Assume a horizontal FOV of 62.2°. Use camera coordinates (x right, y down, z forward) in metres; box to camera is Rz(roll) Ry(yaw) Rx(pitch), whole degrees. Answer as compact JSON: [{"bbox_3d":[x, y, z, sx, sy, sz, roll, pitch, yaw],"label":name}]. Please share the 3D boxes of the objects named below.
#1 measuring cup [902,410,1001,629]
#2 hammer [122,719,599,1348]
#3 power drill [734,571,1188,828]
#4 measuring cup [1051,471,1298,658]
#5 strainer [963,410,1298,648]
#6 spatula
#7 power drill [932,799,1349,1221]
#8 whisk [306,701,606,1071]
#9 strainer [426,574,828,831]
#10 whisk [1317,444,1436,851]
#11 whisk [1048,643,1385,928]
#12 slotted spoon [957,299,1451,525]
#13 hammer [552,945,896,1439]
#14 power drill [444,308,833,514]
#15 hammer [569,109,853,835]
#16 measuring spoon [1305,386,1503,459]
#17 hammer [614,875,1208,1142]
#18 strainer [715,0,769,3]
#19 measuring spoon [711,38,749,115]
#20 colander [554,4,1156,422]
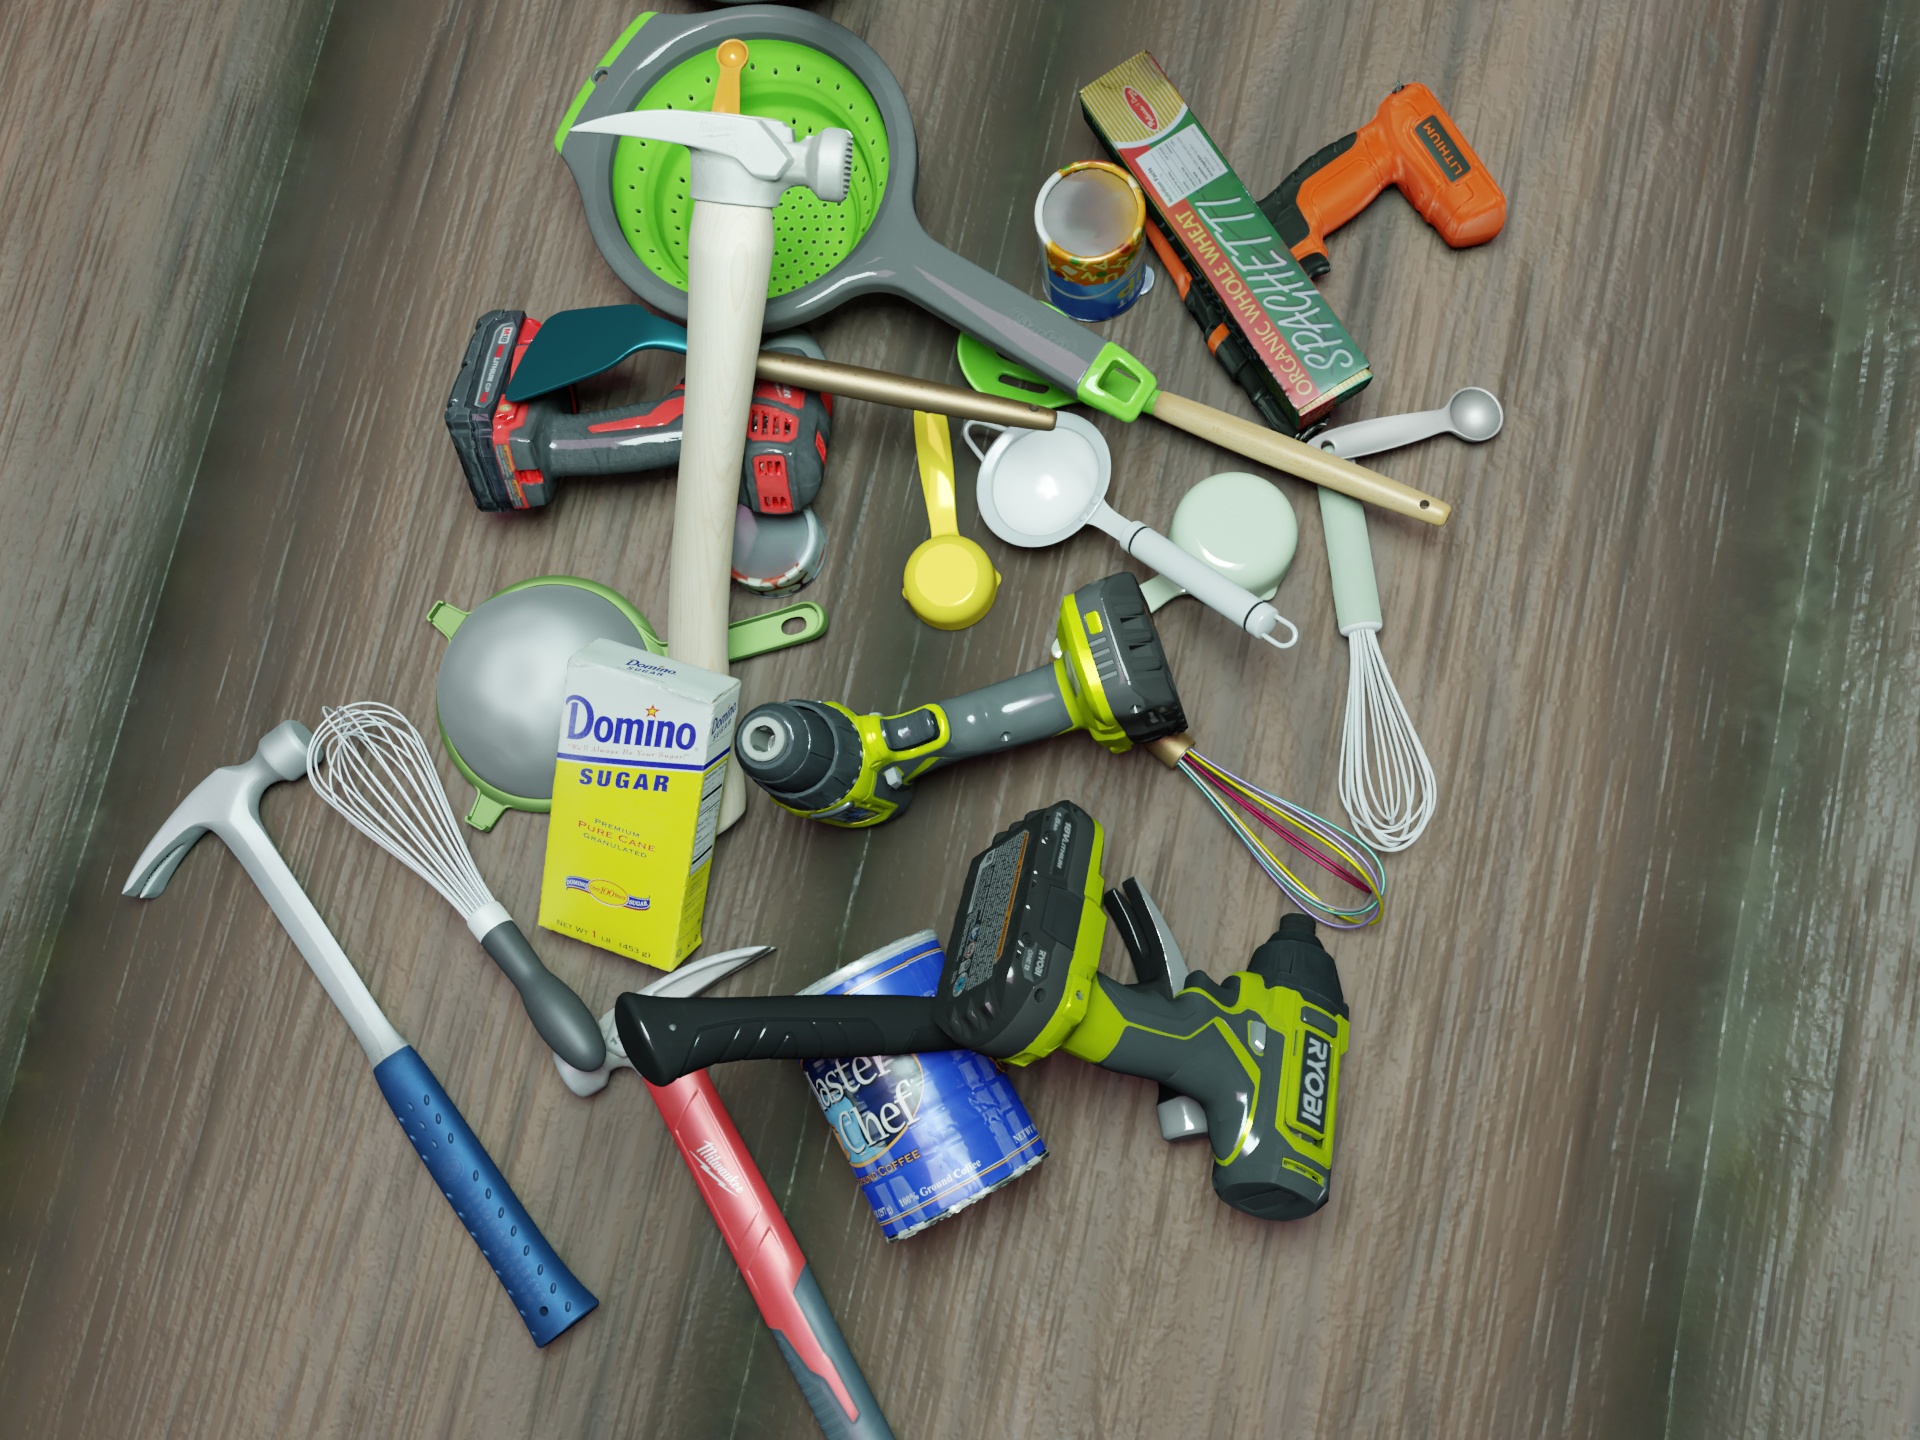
[{"bbox_3d":[-0.013,-0.134,0.975,0.062,0.029,0.156,-8,82,5],"label":"measuring cup"},{"bbox_3d":[-0.354,0.198,0.960,0.144,0.035,0.406,-38,79,-1],"label":"hammer"},{"bbox_3d":[-0.001,-0.003,0.860,0.228,0.190,0.080,-19,78,9],"label":"power drill"},{"bbox_3d":[0.125,-0.087,0.937,0.167,0.038,0.083,-32,76,-8],"label":"measuring cup"},{"bbox_3d":[0.096,-0.107,0.920,0.259,0.050,0.087,40,95,35],"label":"strainer"},{"bbox_3d":[-0.102,-0.196,0.919,0.317,0.044,0.082,11,51,1],"label":"spatula"},{"bbox_3d":[0.108,0.142,0.841,0.223,0.080,0.171,30,52,-18],"label":"power drill"},{"bbox_3d":[-0.297,0.096,0.945,0.070,0.070,0.285,-42,75,-1],"label":"whisk"},{"bbox_3d":[-0.209,-0.035,0.963,0.256,0.069,0.151,-15,79,6],"label":"strainer"},{"bbox_3d":[0.234,-0.045,0.927,0.057,0.059,0.246,5,73,-37],"label":"whisk"},{"bbox_3d":[0.148,0.032,0.924,0.245,0.047,0.051,41,89,14],"label":"whisk"},{"bbox_3d":[0.140,-0.177,0.945,0.314,0.031,0.070,25,90,19],"label":"slotted spoon"},{"bbox_3d":[-0.085,0.320,0.907,0.143,0.038,0.386,-30,79,0],"label":"hammer"},{"bbox_3d":[-0.187,-0.192,0.971,0.219,0.078,0.143,1,52,3],"label":"power drill"},{"bbox_3d":[-0.152,-0.125,0.896,0.146,0.038,0.410,7,109,0],"label":"hammer"},{"bbox_3d":[0.262,-0.171,0.946,0.124,0.018,0.034,-13,78,-6],"label":"measuring spoon"},{"bbox_3d":[-0.015,0.153,0.831,0.334,0.035,0.146,4,63,-29],"label":"hammer"},{"bbox_3d":[-0.102,-0.474,0.958,0.211,0.095,0.341,-22,46,-3],"label":"strainer"},{"bbox_3d":[-0.139,-0.345,0.940,0.021,0.011,0.117,5,85,7],"label":"measuring spoon"},{"bbox_3d":[-0.055,-0.281,0.972,0.397,0.094,0.204,33,86,10],"label":"colander"}]
